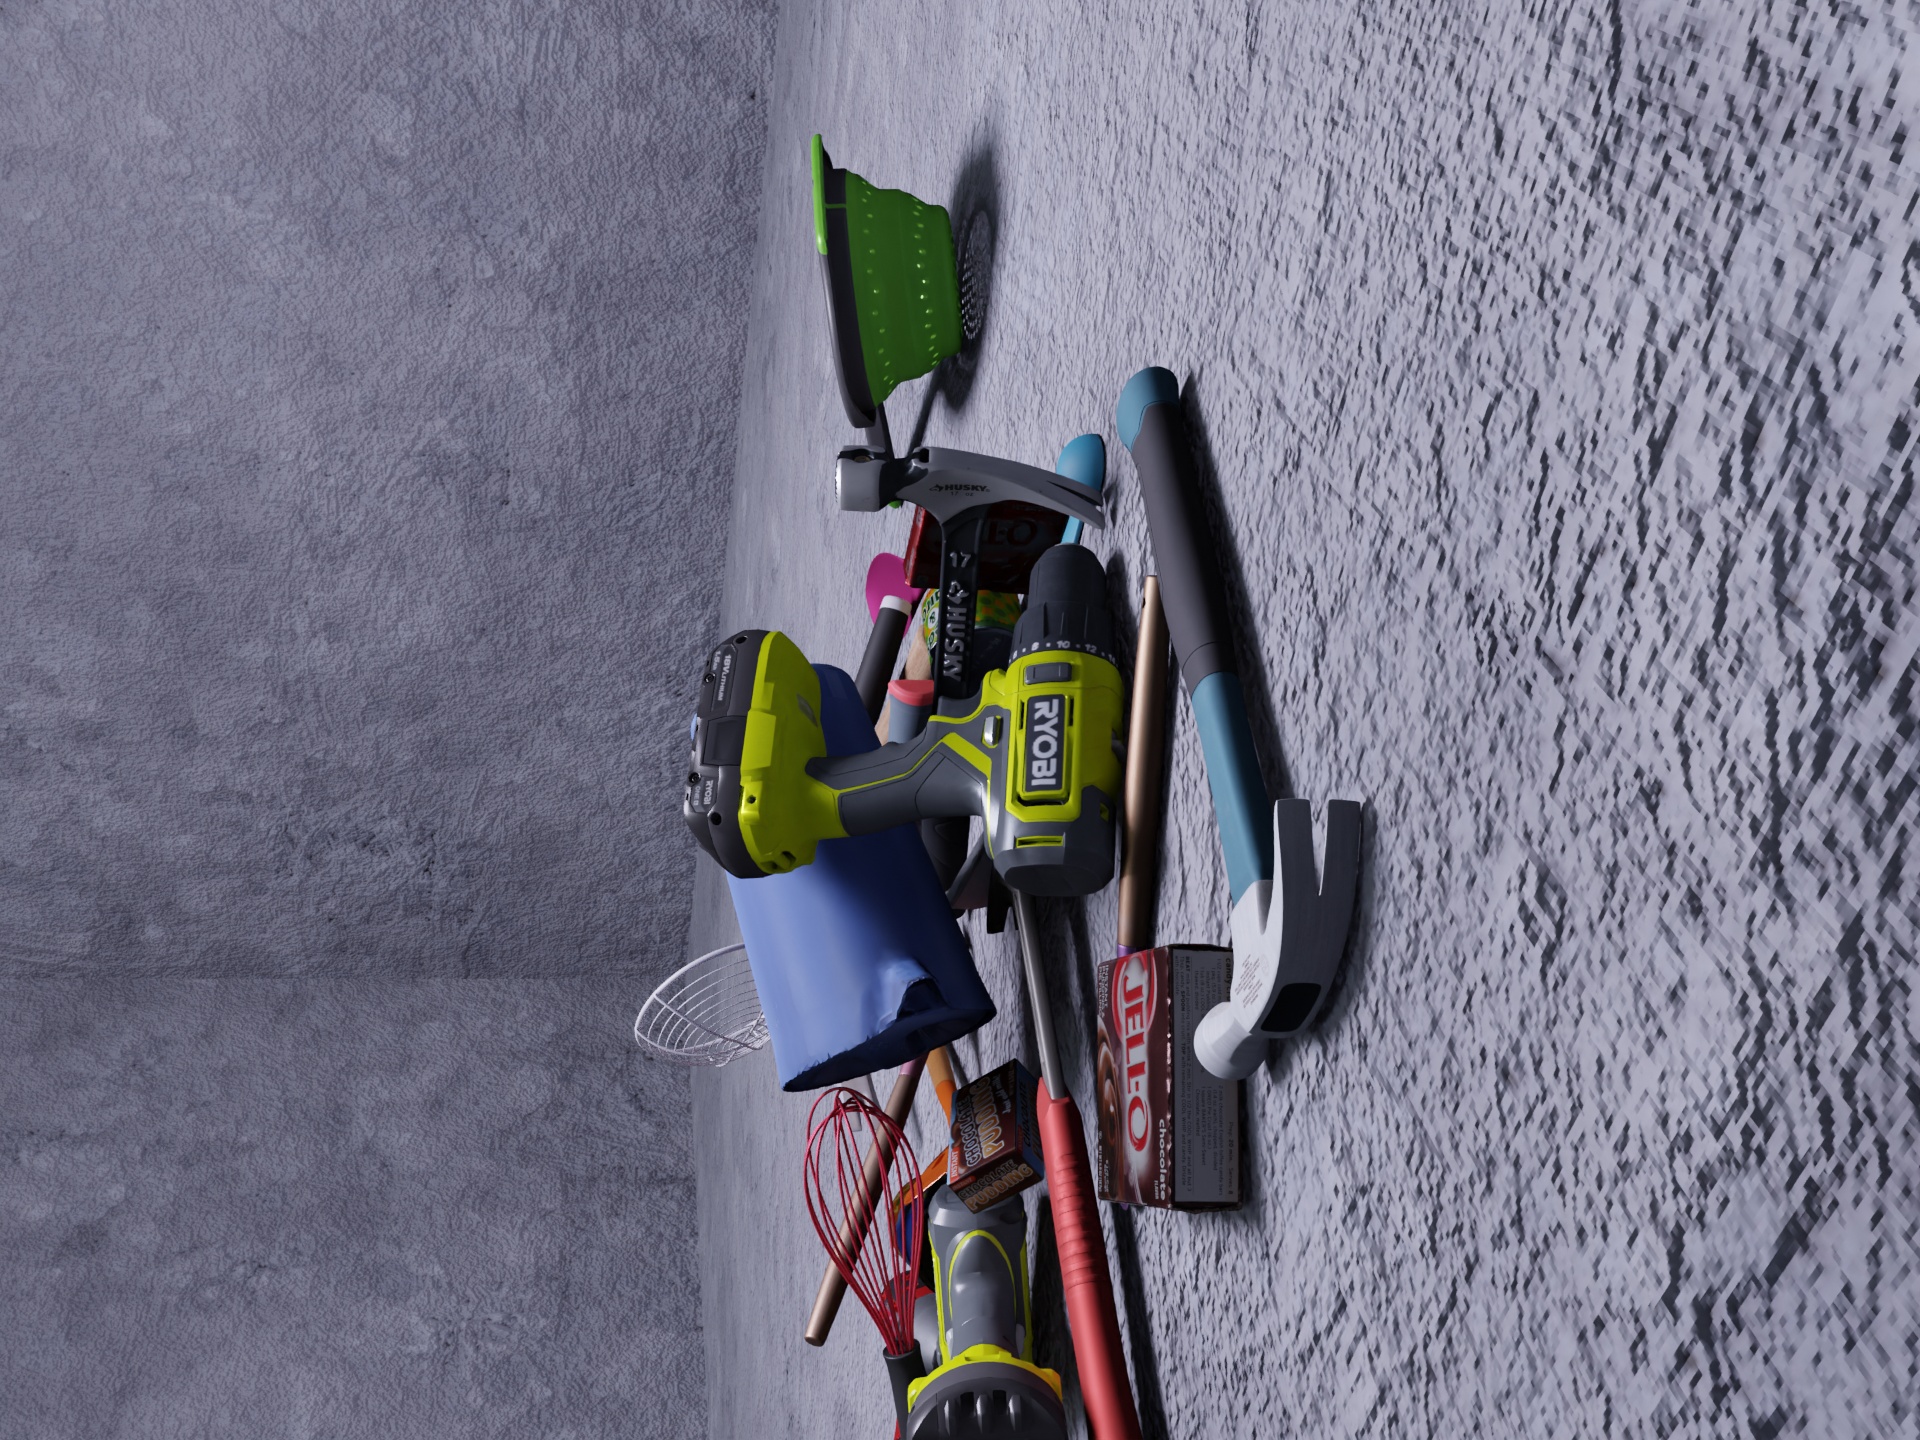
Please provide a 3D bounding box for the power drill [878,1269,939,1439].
[{"bbox_3d":[-0.021,0.490,1.055,0.143,0.078,0.220,157,118,-74],"label":"power drill"}]

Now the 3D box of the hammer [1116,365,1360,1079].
[{"bbox_3d":[0.108,-0.023,0.693,0.128,0.033,0.331,110,158,-53],"label":"hammer"}]

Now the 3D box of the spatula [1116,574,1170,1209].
[{"bbox_3d":[0.087,0.086,0.793,0.060,0.018,0.316,-140,53,-77],"label":"spatula"}]

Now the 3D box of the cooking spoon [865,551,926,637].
[{"bbox_3d":[-0.009,-0.114,1.119,0.319,0.017,0.069,-25,80,65],"label":"cooking spoon"}]

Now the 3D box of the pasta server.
[{"bbox_3d":[-0.050,0.262,1.062,0.060,0.040,0.316,79,-156,-45],"label":"pasta server"}]

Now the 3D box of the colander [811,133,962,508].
[{"bbox_3d":[-0.042,-0.293,1.277,0.396,0.094,0.205,79,-175,-64],"label":"colander"}]

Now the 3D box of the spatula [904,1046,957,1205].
[{"bbox_3d":[-0.019,0.246,1.140,0.081,0.041,0.323,-41,18,3],"label":"spatula"}]

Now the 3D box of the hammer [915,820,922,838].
[{"bbox_3d":[-0.056,0.155,1.328,0.146,0.035,0.334,-105,22,-50],"label":"hammer"}]

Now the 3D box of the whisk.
[{"bbox_3d":[-0.040,0.362,0.963,0.073,0.073,0.296,-168,64,-76],"label":"whisk"}]

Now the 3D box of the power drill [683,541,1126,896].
[{"bbox_3d":[-0.023,0.000,0.858,0.080,0.228,0.191,53,-144,-59],"label":"power drill"}]

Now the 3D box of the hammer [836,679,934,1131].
[{"bbox_3d":[-0.058,0.137,1.195,0.143,0.038,0.386,-110,25,-50],"label":"hammer"}]

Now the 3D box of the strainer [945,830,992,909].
[{"bbox_3d":[0.036,0.038,0.962,0.087,0.050,0.258,-62,-6,-54],"label":"strainer"}]

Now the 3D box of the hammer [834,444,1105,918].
[{"bbox_3d":[-0.002,-0.003,1.004,0.408,0.149,0.036,93,178,-47],"label":"hammer"}]

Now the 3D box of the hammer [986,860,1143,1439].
[{"bbox_3d":[0.055,0.233,0.835,0.149,0.036,0.359,92,170,-59],"label":"hammer"}]

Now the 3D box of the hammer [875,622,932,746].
[{"bbox_3d":[-0.069,0.041,1.252,0.331,0.031,0.130,117,153,-46],"label":"hammer"}]

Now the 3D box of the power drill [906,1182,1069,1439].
[{"bbox_3d":[0.016,0.372,0.856,0.223,0.080,0.171,-90,-5,-82],"label":"power drill"}]

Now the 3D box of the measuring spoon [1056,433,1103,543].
[{"bbox_3d":[0.057,-0.110,0.934,0.042,0.021,0.128,-103,22,-48],"label":"measuring spoon"}]

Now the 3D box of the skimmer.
[{"bbox_3d":[-0.126,0.075,1.143,0.127,0.090,0.363,38,-114,-57],"label":"skimmer"}]
